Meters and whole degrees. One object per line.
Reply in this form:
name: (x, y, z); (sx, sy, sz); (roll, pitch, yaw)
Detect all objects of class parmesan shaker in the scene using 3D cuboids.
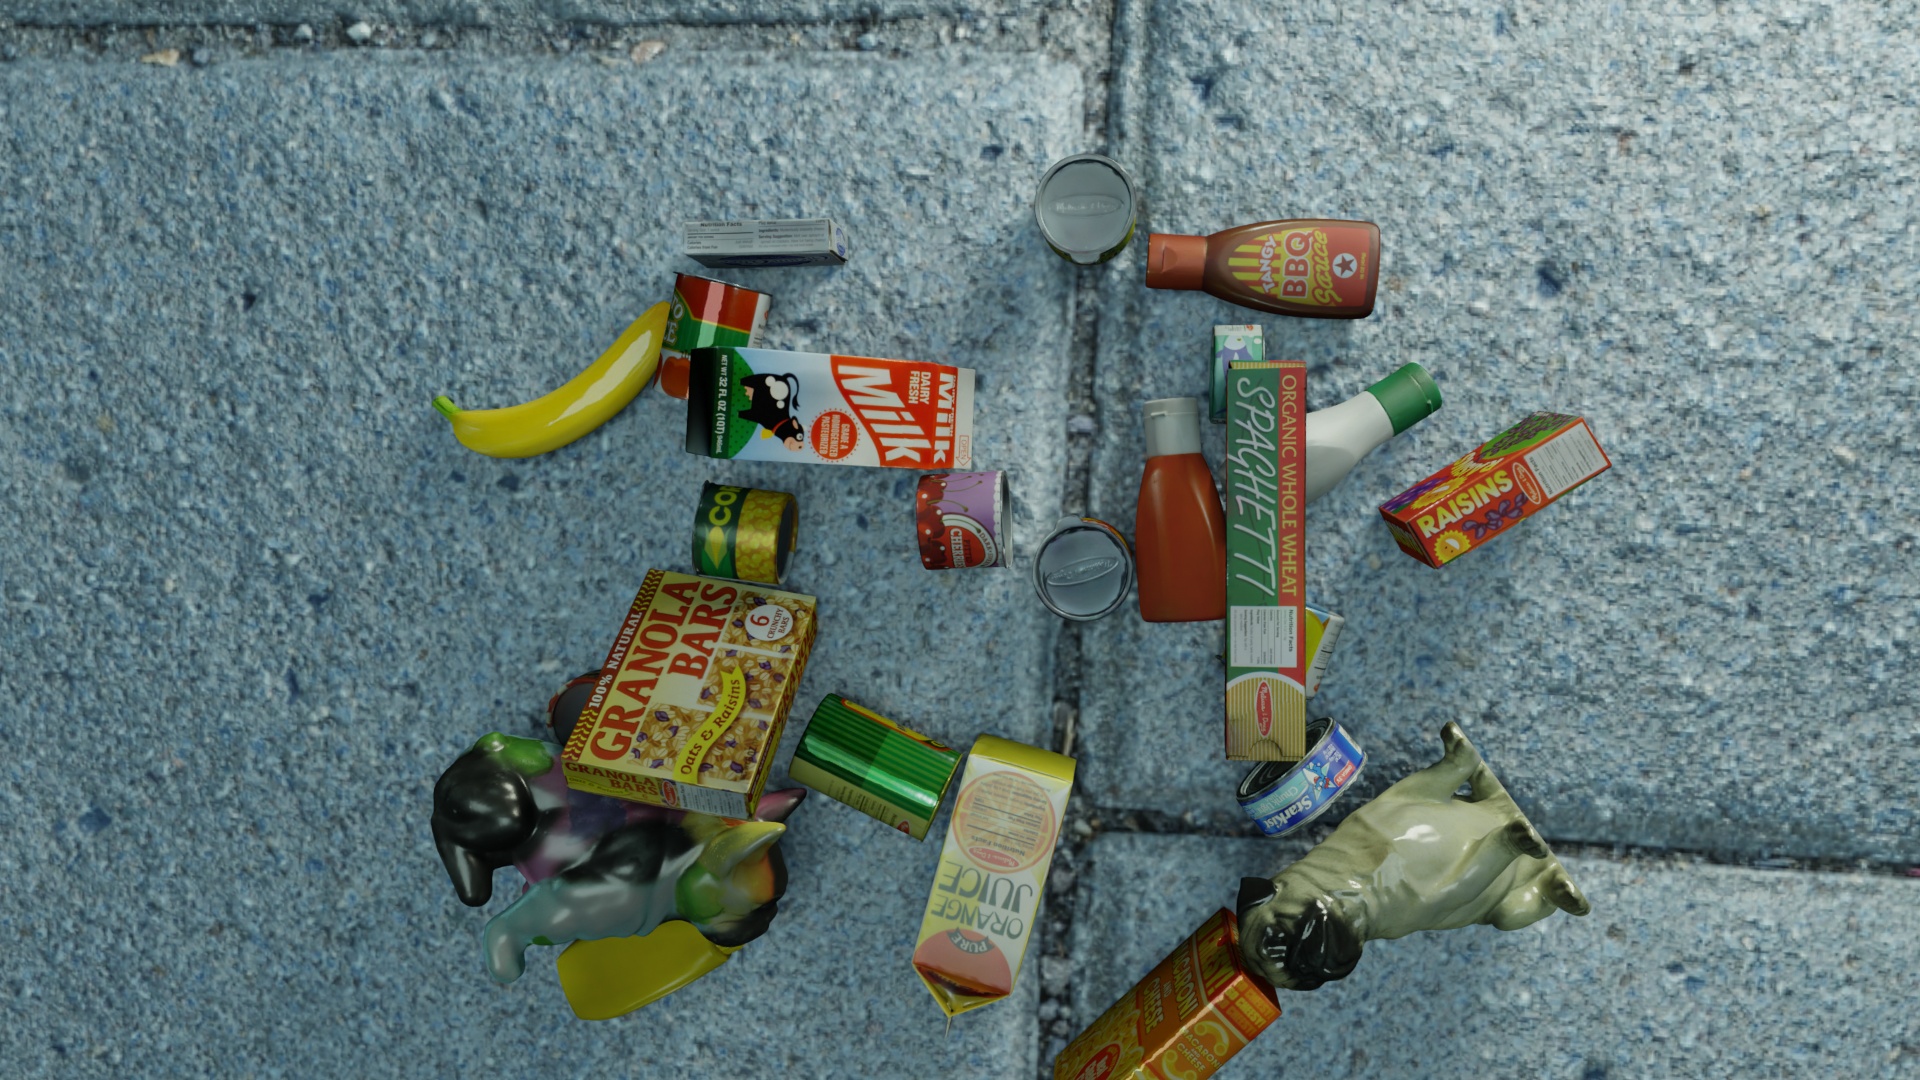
parmesan shaker: (-0.058, 0.154, 0.954); (0.103, 0.071, 0.071); (25, 96, 5)

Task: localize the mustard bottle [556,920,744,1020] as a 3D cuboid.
mustard bottle: (-0.205, 0.290, 0.991); (0.160, 0.049, 0.065); (-22, 87, 7)

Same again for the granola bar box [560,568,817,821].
granola bar box: (-0.175, 0.100, 0.927); (0.124, 0.166, 0.038); (10, 136, 6)

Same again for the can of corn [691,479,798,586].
can of corn: (-0.147, -0.006, 0.956); (0.058, 0.071, 0.071); (7, 95, 5)

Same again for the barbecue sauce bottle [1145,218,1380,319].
barbecue sauce bottle: (0.198, -0.181, 0.917); (0.148, 0.044, 0.064); (4, 95, 7)

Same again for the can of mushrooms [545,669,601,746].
can of mushrooms: (-0.259, 0.125, 0.995); (0.071, 0.033, 0.071); (0, 94, 8)

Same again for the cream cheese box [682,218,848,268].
cream cheese box: (-0.133, -0.203, 0.950); (0.104, 0.053, 0.024); (0, 92, 7)

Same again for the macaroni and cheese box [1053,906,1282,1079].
macaroni and cheese box: (0.131, 0.328, 0.916); (0.166, 0.124, 0.040); (-45, 89, 7)

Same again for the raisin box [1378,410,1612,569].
raisin box: (0.338, -0.033, 0.888); (0.123, 0.086, 0.040); (-32, 95, 8)

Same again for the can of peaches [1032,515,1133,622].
can of peaches: (0.083, 0.016, 0.936); (0.071, 0.058, 0.071); (0, 94, 8)

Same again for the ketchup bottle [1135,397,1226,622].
ketchup bottle: (0.146, -0.020, 0.930); (0.064, 0.043, 0.148); (-5, 90, 35)

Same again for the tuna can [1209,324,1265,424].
tuna can: (0.181, -0.106, 0.912); (0.033, 0.071, 0.071); (2, 94, 8)

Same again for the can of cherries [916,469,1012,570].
can of cherries: (0.003, -0.012, 0.937); (0.058, 0.071, 0.071); (-2, 94, 7)

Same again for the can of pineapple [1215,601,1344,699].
can of pineapple: (0.211, 0.065, 0.920); (0.071, 0.071, 0.057); (21, 96, 5)

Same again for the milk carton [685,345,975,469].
milk carton: (-0.079, -0.086, 0.920); (0.191, 0.073, 0.072); (1, 95, -23)

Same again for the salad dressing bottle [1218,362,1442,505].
salad dressing bottle: (0.244, -0.065, 0.914); (0.148, 0.064, 0.044); (-30, 45, 1)

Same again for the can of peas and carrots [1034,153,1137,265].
can of peas and carrots: (0.084, -0.216, 0.921); (0.071, 0.059, 0.071); (1, 95, 7)

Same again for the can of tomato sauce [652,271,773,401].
can of tomato sauce: (-0.172, -0.136, 0.952); (0.071, 0.071, 0.083); (14, 96, 6)

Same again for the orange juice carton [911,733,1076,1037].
orange juice carton: (0.019, 0.237, 0.950); (0.073, 0.072, 0.192); (16, 95, 6)

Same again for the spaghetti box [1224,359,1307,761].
spaghetti box: (0.191, 0.012, 0.869); (0.050, 0.029, 0.249); (0, 94, 8)
